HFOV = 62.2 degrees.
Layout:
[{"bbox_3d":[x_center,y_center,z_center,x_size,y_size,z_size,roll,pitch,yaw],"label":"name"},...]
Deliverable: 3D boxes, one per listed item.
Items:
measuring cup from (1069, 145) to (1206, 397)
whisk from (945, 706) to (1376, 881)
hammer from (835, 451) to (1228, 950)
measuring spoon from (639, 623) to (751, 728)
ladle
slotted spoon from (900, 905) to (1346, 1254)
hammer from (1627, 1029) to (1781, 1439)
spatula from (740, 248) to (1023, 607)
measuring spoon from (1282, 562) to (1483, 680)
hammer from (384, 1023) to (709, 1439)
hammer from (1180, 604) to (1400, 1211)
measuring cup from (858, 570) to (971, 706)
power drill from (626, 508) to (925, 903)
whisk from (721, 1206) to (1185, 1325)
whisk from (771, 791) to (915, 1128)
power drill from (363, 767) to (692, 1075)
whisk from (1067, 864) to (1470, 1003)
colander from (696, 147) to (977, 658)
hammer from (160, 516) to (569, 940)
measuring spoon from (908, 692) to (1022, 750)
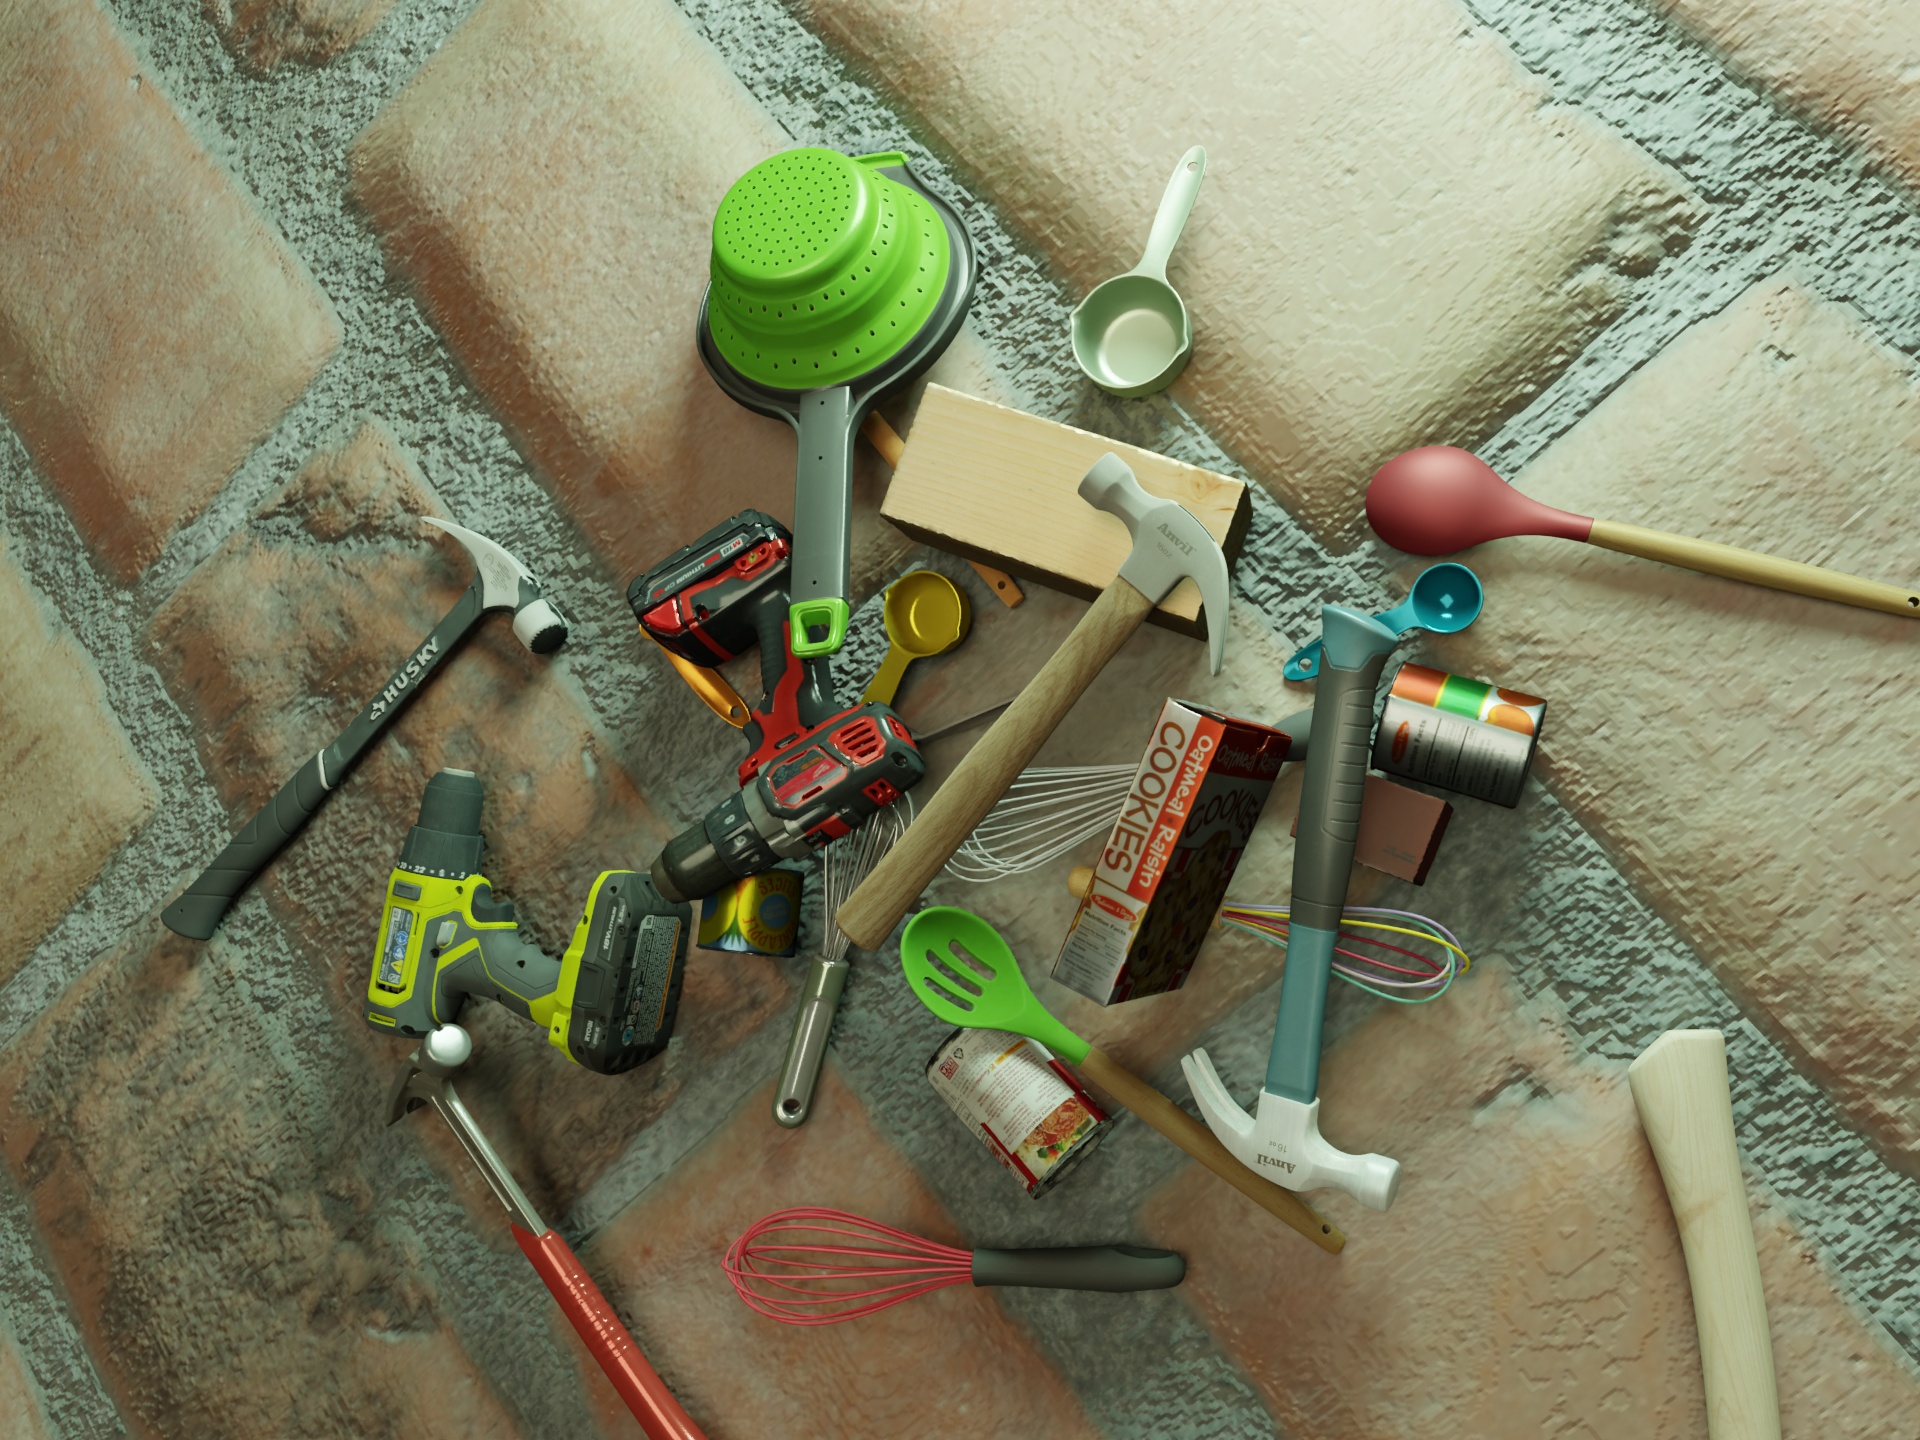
[{"bbox_3d":[0.129,-0.288,1.032,0.083,0.038,0.167,20,88,22],"label":"measuring cup"},{"bbox_3d":[0.116,0.039,0.982,0.284,0.070,0.070,-17,77,13],"label":"whisk"},{"bbox_3d":[0.035,0.011,0.944,0.130,0.031,0.331,41,106,10],"label":"hammer"},{"bbox_3d":[-0.187,-0.035,1.128,0.117,0.011,0.021,44,98,17],"label":"measuring spoon"},{"bbox_3d":[0.389,-0.101,0.915,0.315,0.031,0.069,17,89,20],"label":"ladle"},{"bbox_3d":[0.094,0.217,0.945,0.314,0.031,0.070,35,56,8],"label":"slotted spoon"},{"bbox_3d":[0.419,0.370,0.829,0.146,0.038,0.411,-6,80,18],"label":"hammer"},{"bbox_3d":[-0.055,-0.200,1.096,0.081,0.041,0.323,-40,75,10],"label":"spatula"},{"bbox_3d":[0.256,-0.054,0.965,0.128,0.021,0.042,-26,75,24],"label":"measuring spoon"},{"bbox_3d":[-0.269,0.374,1.066,0.359,0.037,0.149,51,138,11],"label":"hammer"},{"bbox_3d":[0.203,0.101,0.896,0.128,0.033,0.331,10,98,28],"label":"hammer"},{"bbox_3d":[-0.042,-0.028,1.069,0.062,0.029,0.156,34,106,21],"label":"measuring cup"},{"bbox_3d":[-0.143,-0.005,1.038,0.188,0.080,0.227,-31,61,8],"label":"power drill"},{"bbox_3d":[-0.009,0.338,0.982,0.296,0.073,0.073,-4,81,14],"label":"whisk"},{"bbox_3d":[-0.082,0.150,1.043,0.058,0.059,0.246,15,92,-6],"label":"whisk"},{"bbox_3d":[-0.307,0.141,1.111,0.228,0.080,0.190,9,87,24],"label":"power drill"},{"bbox_3d":[0.179,0.123,0.954,0.245,0.047,0.051,10,87,26],"label":"whisk"},{"bbox_3d":[-0.098,-0.234,1.024,0.204,0.094,0.397,-7,65,15],"label":"colander"},{"bbox_3d":[-0.474,0.019,1.212,0.409,0.036,0.149,-45,69,9],"label":"hammer"},{"bbox_3d":[-0.002,-0.003,1.044,0.124,0.034,0.018,-21,70,11],"label":"measuring spoon"}]
